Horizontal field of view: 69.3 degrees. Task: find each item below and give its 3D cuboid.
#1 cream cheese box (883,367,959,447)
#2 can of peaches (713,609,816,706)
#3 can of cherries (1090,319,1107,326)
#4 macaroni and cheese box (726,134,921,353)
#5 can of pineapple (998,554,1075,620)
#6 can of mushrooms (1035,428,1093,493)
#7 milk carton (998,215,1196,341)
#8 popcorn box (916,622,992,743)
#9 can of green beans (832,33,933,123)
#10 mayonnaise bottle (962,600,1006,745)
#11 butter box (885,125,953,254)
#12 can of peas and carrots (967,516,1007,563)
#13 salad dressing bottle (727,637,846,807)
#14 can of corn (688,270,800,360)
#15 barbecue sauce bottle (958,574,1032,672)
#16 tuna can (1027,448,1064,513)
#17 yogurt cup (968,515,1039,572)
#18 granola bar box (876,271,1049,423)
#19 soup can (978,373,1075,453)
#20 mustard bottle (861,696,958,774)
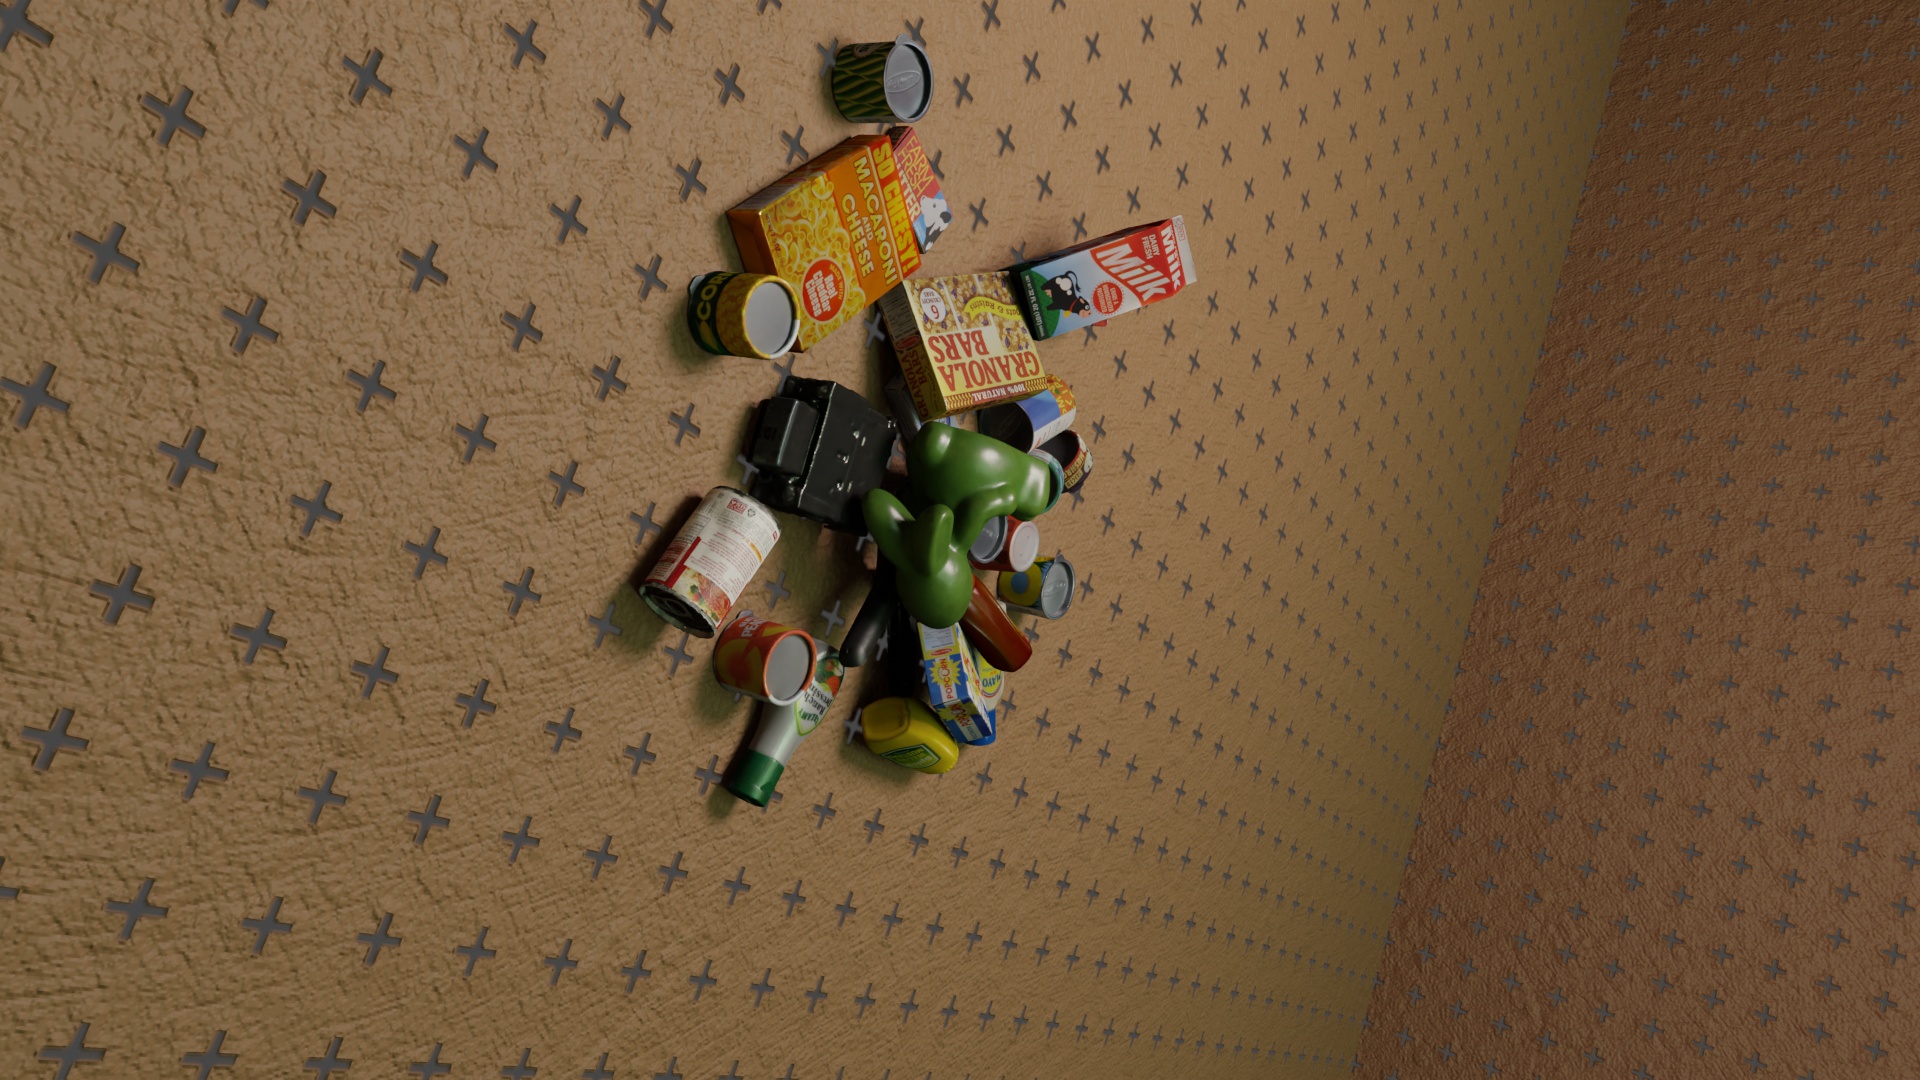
[{"bbox_3d":[-0.033,-0.118,1.307,0.053,0.024,0.103,-53,137,-33],"label":"cream cheese box"},{"bbox_3d":[-0.162,0.098,1.156,0.071,0.058,0.071,-20,116,-50],"label":"can of peaches"},{"bbox_3d":[0.125,-0.256,1.457,0.072,0.071,0.058,-10,107,-53],"label":"can of cherries"},{"bbox_3d":[-0.109,-0.249,1.154,0.167,0.040,0.123,-44,132,-39],"label":"macaroni and cheese box"},{"bbox_3d":[0.082,0.046,1.482,0.071,0.058,0.070,-20,115,-51],"label":"can of pineapple"},{"bbox_3d":[0.105,-0.083,1.471,0.033,0.071,0.071,51,58,-46],"label":"can of mushrooms"},{"bbox_3d":[0.143,-0.263,1.383,0.191,0.073,0.072,-19,107,-11],"label":"milk carton"},{"bbox_3d":[-0.005,0.134,1.323,0.126,0.038,0.085,66,12,-63],"label":"popcorn box"},{"bbox_3d":[-0.065,-0.384,1.164,0.071,0.058,0.071,-20,115,-51],"label":"can of green beans"},{"bbox_3d":[0.019,0.137,1.433,0.065,0.041,0.147,-17,112,-48],"label":"mayonnaise bottle"},{"bbox_3d":[-0.045,-0.312,1.240,0.053,0.024,0.103,-57,139,-27],"label":"butter box"},{"bbox_3d":[0.005,-0.017,1.358,0.071,0.059,0.070,-19,113,-52],"label":"can of peas and carrots"},{"bbox_3d":[-0.151,0.157,1.200,0.148,0.044,0.064,-63,143,-21],"label":"salad dressing bottle"},{"bbox_3d":[-0.168,-0.176,1.075,0.071,0.058,0.071,-20,115,-51],"label":"can of corn"},{"bbox_3d":[0.014,0.066,1.330,0.044,0.065,0.148,-47,132,-12],"label":"barbecue sauce bottle"},{"bbox_3d":[0.073,-0.057,1.429,0.033,0.071,0.071,-57,149,-74],"label":"tuna can"},{"bbox_3d":[0.044,0.002,1.422,0.073,0.054,0.072,-21,117,-51],"label":"yogurt cup"},{"bbox_3d":[0.004,-0.183,1.292,0.166,0.039,0.124,-18,88,-51],"label":"granola bar box"},{"bbox_3d":[0.067,-0.130,1.411,0.084,0.071,0.071,-34,126,-46],"label":"soup can"},{"bbox_3d":[-0.038,0.196,1.350,0.160,0.065,0.049,43,36,-55],"label":"mustard bottle"}]
